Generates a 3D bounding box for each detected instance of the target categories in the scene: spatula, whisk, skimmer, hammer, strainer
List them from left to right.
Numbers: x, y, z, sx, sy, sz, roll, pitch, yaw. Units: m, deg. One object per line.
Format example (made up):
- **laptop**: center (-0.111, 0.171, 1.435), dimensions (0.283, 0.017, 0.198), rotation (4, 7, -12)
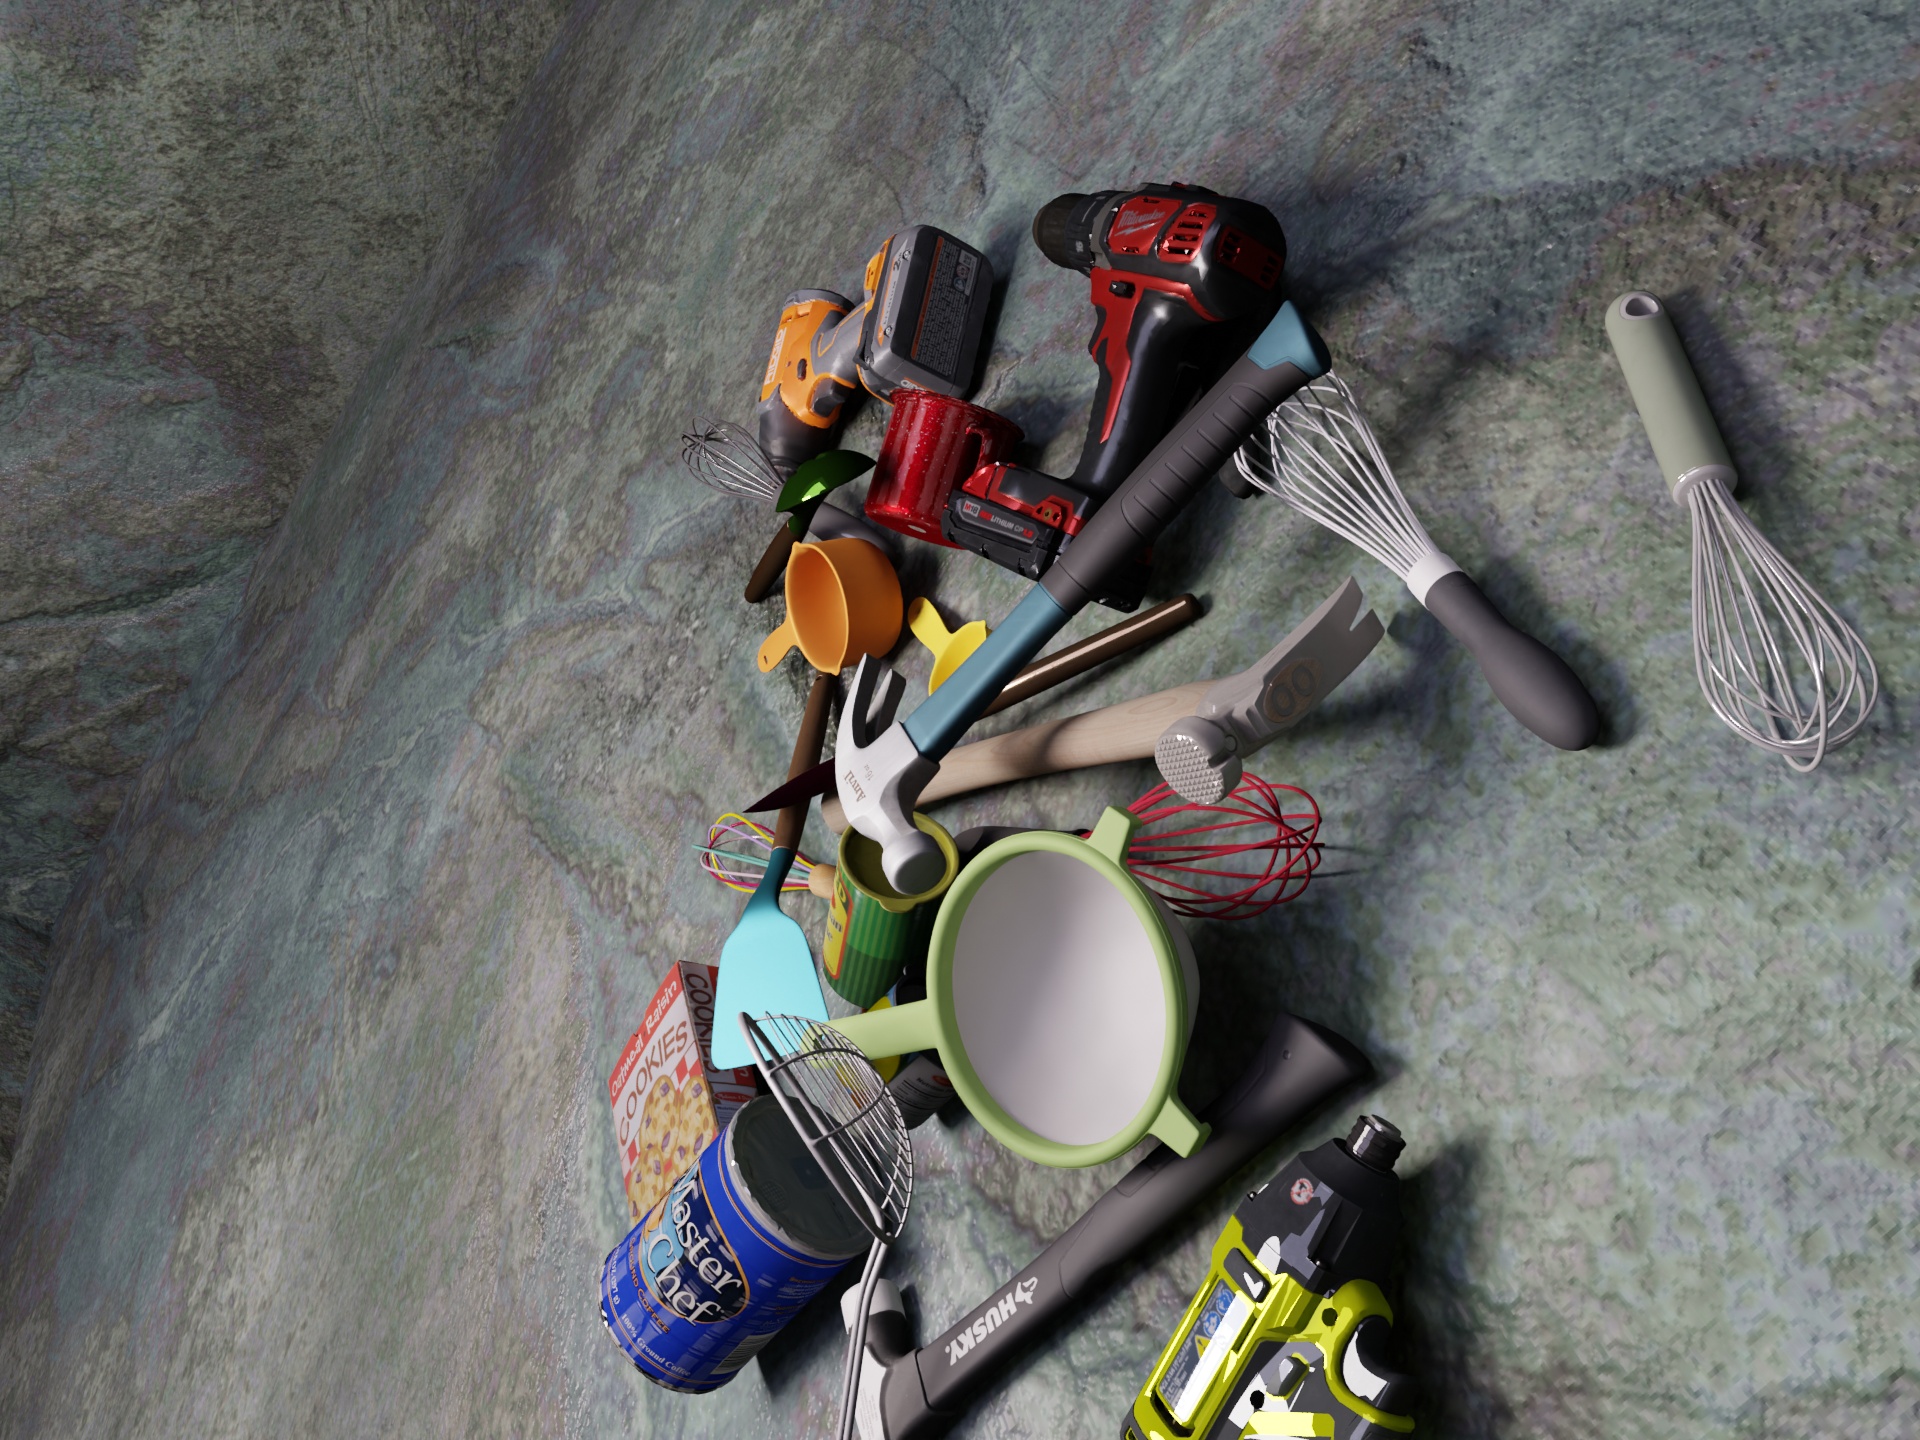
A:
- **whisk**: center (-0.130, -0.168, 1.178), dimensions (0.239, 0.055, 0.055), rotation (34, 99, 34)
- **skimmer**: center (-0.082, 0.322, 0.762), dimensions (0.127, 0.090, 0.363), rotation (-161, 78, -76)
- **spatula**: center (-0.105, 0.076, 1.018), dimensions (0.082, 0.044, 0.318), rotation (-21, 35, 22)
- **whisk**: center (-0.104, 0.097, 1.041), dimensions (0.245, 0.051, 0.047), rotation (7, 70, 51)
- **strainer**: center (0.023, 0.139, 0.772), dimensions (0.256, 0.069, 0.151), rotation (-22, 76, 43)
- **hammer**: center (0.044, 0.013, 0.869), dimensions (0.146, 0.038, 0.410), rotation (-39, 12, -32)
- **hammer**: center (0.057, -0.069, 0.781), dimensions (0.331, 0.033, 0.128), rotation (-47, 43, 11)
- **hammer**: center (0.061, 0.251, 0.736), dimensions (0.334, 0.035, 0.146), rotation (-48, 38, 24)
- **whisk**: center (0.075, 0.066, 0.811), dimensions (0.296, 0.073, 0.073), rotation (-9, 63, 57)
- **whisk**: center (0.201, -0.083, 0.732), dimensions (0.070, 0.070, 0.285), rotation (-50, 42, 22)
- **whisk**: center (0.294, -0.085, 0.623), dimensions (0.058, 0.059, 0.247), rotation (-8, 52, 9)

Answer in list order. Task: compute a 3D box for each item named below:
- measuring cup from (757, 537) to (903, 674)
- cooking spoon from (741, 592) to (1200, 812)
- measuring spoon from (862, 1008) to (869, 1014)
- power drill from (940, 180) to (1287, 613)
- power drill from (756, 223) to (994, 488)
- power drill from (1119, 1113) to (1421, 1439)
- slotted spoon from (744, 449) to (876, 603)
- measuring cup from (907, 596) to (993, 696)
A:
- **measuring cup**: center (-0.094, -0.069, 1.113), dimensions (0.173, 0.052, 0.095), rotation (-33, 74, 60)
- **cooking spoon**: center (-0.001, -0.003, 0.927), dimensions (0.319, 0.068, 0.017), rotation (-25, 86, 27)
- **measuring spoon**: center (-0.056, 0.170, 0.959), dimensions (0.021, 0.011, 0.117), rotation (-37, 44, 35)
- **power drill**: center (0.072, -0.192, 0.893), dimensions (0.188, 0.080, 0.226), rotation (33, 104, 53)
- **power drill**: center (-0.078, -0.263, 1.190), dimensions (0.226, 0.084, 0.164), rotation (-7, 67, 55)
- **power drill**: center (0.162, 0.260, 0.563), dimensions (0.171, 0.080, 0.223), rotation (-62, 32, 6)
- **slotted spoon**: center (-0.121, -0.129, 1.117), dimensions (0.070, 0.031, 0.314), rotation (-31, -1, -20)
- **measuring cup**: center (-0.004, -0.047, 1.017), dimensions (0.062, 0.029, 0.157), rotation (-56, 24, 10)
